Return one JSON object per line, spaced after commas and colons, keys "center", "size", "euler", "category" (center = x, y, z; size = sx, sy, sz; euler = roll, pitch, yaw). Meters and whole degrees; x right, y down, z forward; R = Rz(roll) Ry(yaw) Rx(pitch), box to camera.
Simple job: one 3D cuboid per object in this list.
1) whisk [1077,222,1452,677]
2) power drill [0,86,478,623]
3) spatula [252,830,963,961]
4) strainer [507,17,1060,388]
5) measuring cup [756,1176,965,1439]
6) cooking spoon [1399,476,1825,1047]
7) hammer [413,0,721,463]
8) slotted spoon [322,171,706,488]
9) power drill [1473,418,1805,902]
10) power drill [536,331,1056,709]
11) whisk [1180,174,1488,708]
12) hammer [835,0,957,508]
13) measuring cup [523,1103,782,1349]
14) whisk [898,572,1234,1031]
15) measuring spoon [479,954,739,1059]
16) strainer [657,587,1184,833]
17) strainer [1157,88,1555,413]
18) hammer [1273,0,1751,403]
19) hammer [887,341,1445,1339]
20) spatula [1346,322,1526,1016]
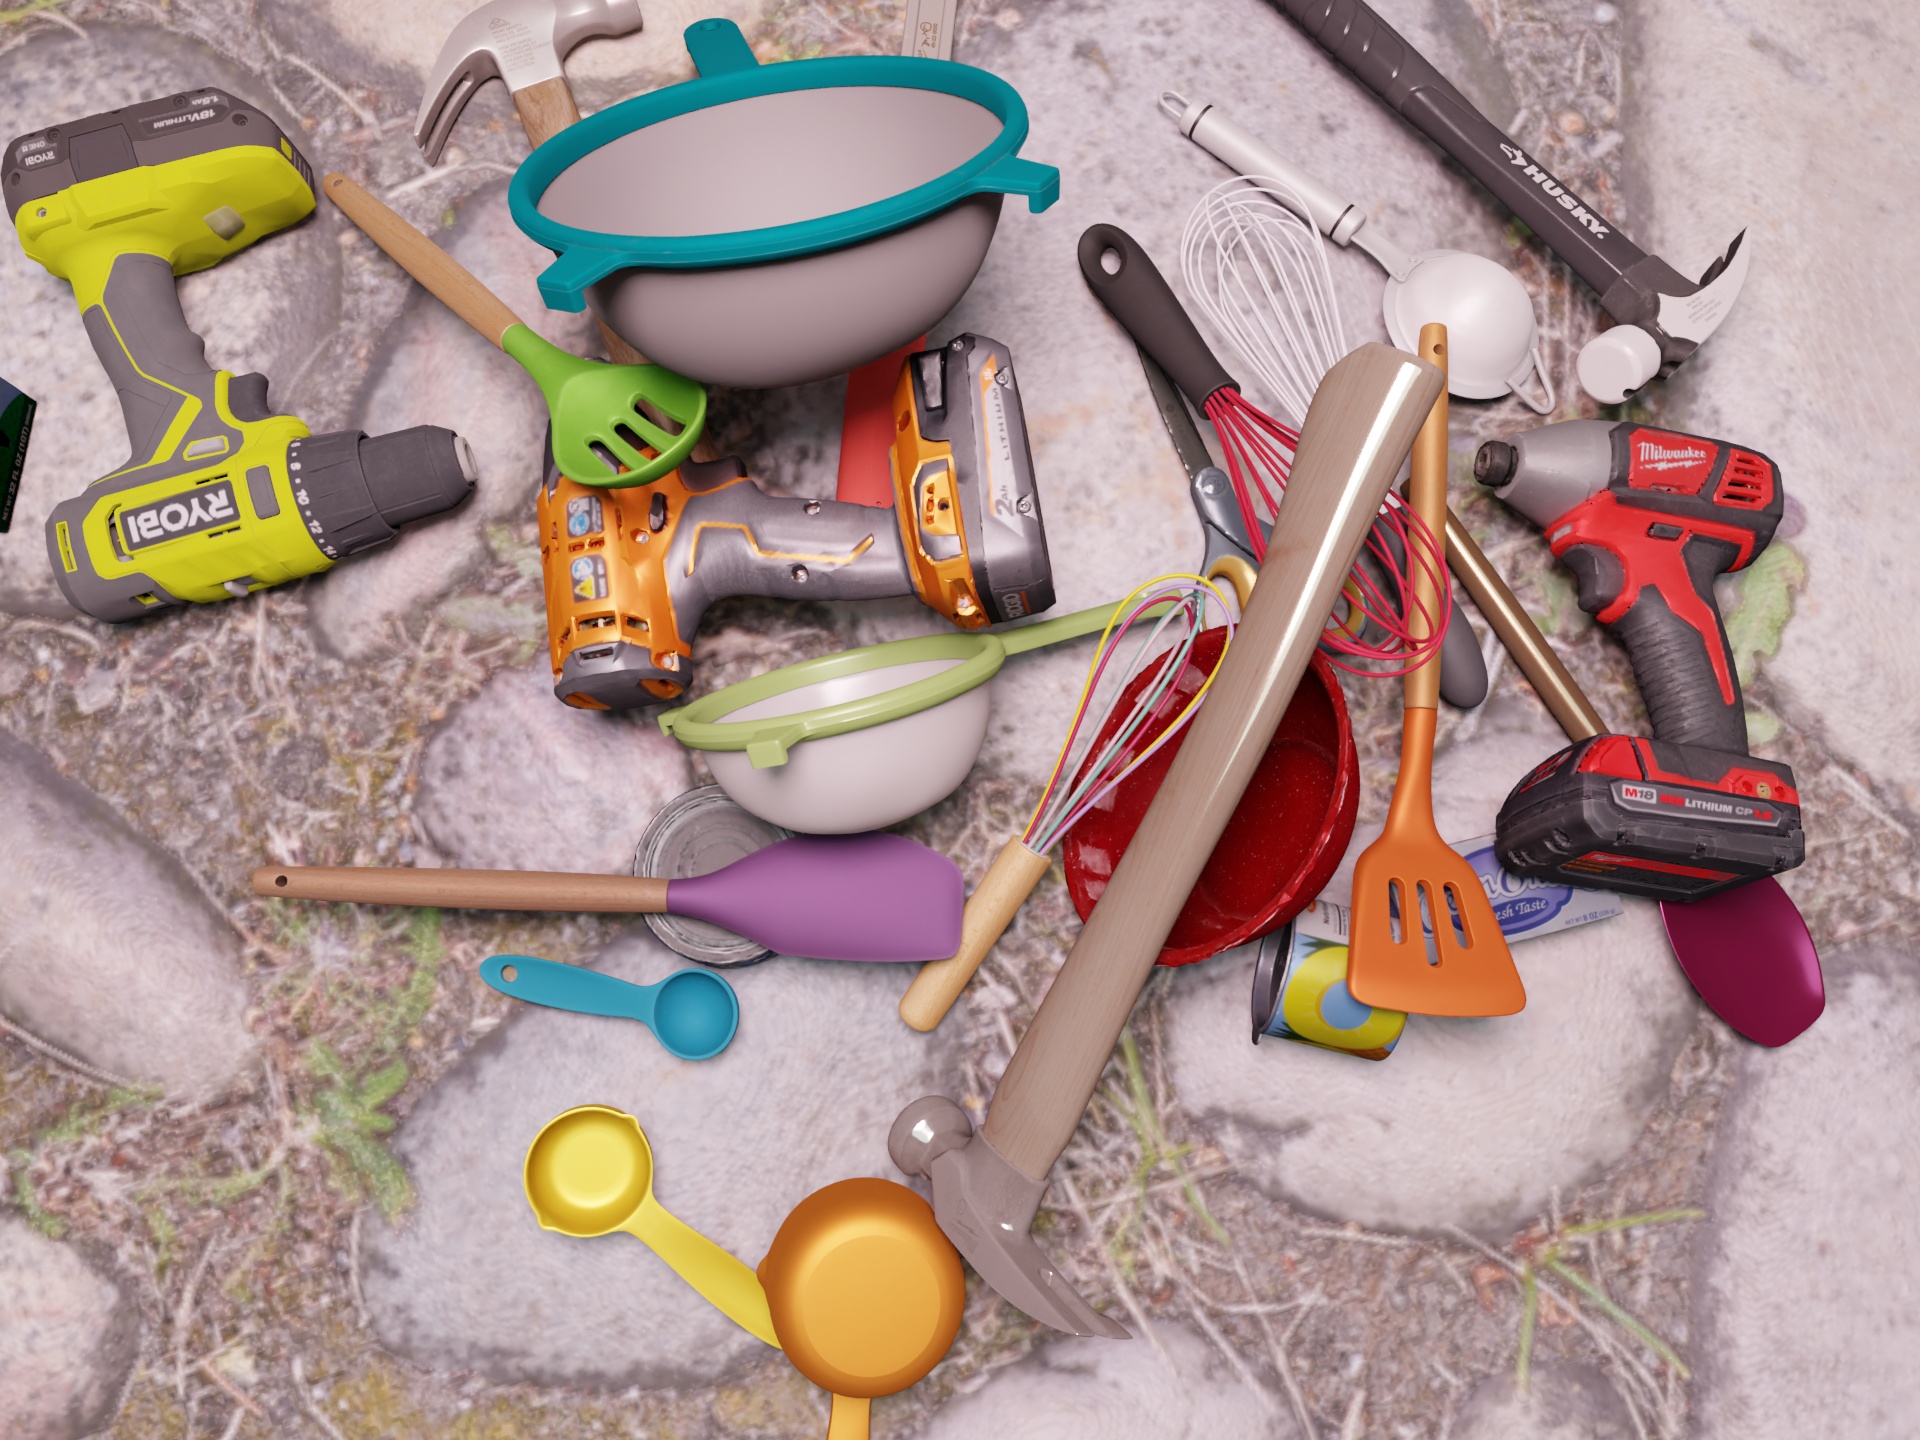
{"center": [0.131, -0.136, 0.739], "size": [0.073, 0.073, 0.296], "euler": [-27, 61, -5], "category": "whisk"}
{"center": [-0.348, -0.175, 0.764], "size": [0.190, 0.080, 0.228], "euler": [-17, 83, -3], "category": "power drill"}
{"center": [-0.156, 0.075, 0.714], "size": [0.316, 0.018, 0.060], "euler": [2, 79, -1], "category": "spatula"}
{"center": [-0.087, -0.235, 0.716], "size": [0.211, 0.095, 0.341], "euler": [-14, 37, -6], "category": "strainer"}
{"center": [-0.044, 0.291, 0.691], "size": [0.095, 0.052, 0.174], "euler": [6, 82, -8], "category": "measuring cup"}
{"center": [0.308, 0.013, 0.766], "size": [0.069, 0.017, 0.319], "euler": [-31, 82, -15], "category": "cooking spoon"}
{"center": [-0.173, -0.215, 0.794], "size": [0.130, 0.031, 0.331], "euler": [-21, 81, -5], "category": "hammer"}
{"center": [-0.216, -0.188, 0.734], "size": [0.070, 0.031, 0.314], "euler": [-43, 59, -11], "category": "slotted spoon"}
{"center": [0.306, -0.037, 0.732], "size": [0.143, 0.078, 0.220], "euler": [9, 70, -8], "category": "power drill"}
{"center": [-0.081, -0.103, 0.716], "size": [0.226, 0.084, 0.164], "euler": [-10, 77, 6], "category": "power drill"}
{"center": [0.185, -0.134, 0.775], "size": [0.070, 0.070, 0.284], "euler": [-25, 86, -5], "category": "whisk"}
{"center": [-0.038, -0.247, 0.799], "size": [0.149, 0.036, 0.359], "euler": [6, 80, 1], "category": "hammer"}
{"center": [-0.130, 0.234, 0.724], "size": [0.156, 0.029, 0.062], "euler": [41, 80, -6], "category": "measuring cup"}
{"center": [0.042, 0.038, 0.723], "size": [0.047, 0.051, 0.245], "euler": [29, 100, -28], "category": "whisk"}
{"center": [-0.163, 0.127, 0.745], "size": [0.128, 0.021, 0.042], "euler": [10, 90, 10], "category": "measuring spoon"}
{"center": [-0.001, -0.002, 0.730], "size": [0.256, 0.151, 0.069], "euler": [-17, 102, -24], "category": "strainer"}
{"center": [0.202, -0.245, 0.801], "size": [0.258, 0.050, 0.087], "euler": [39, 66, 9], "category": "strainer"}
{"center": [0.249, -0.302, 0.797], "size": [0.146, 0.035, 0.335], "euler": [-33, 74, -32], "category": "hammer"}
{"center": [0.098, 0.044, 0.649], "size": [0.038, 0.146, 0.410], "euler": [20, 99, -38], "category": "hammer"}
{"center": [0.214, -0.030, 0.722], "size": [0.081, 0.041, 0.323], "euler": [5, 81, -6], "category": "spatula"}
